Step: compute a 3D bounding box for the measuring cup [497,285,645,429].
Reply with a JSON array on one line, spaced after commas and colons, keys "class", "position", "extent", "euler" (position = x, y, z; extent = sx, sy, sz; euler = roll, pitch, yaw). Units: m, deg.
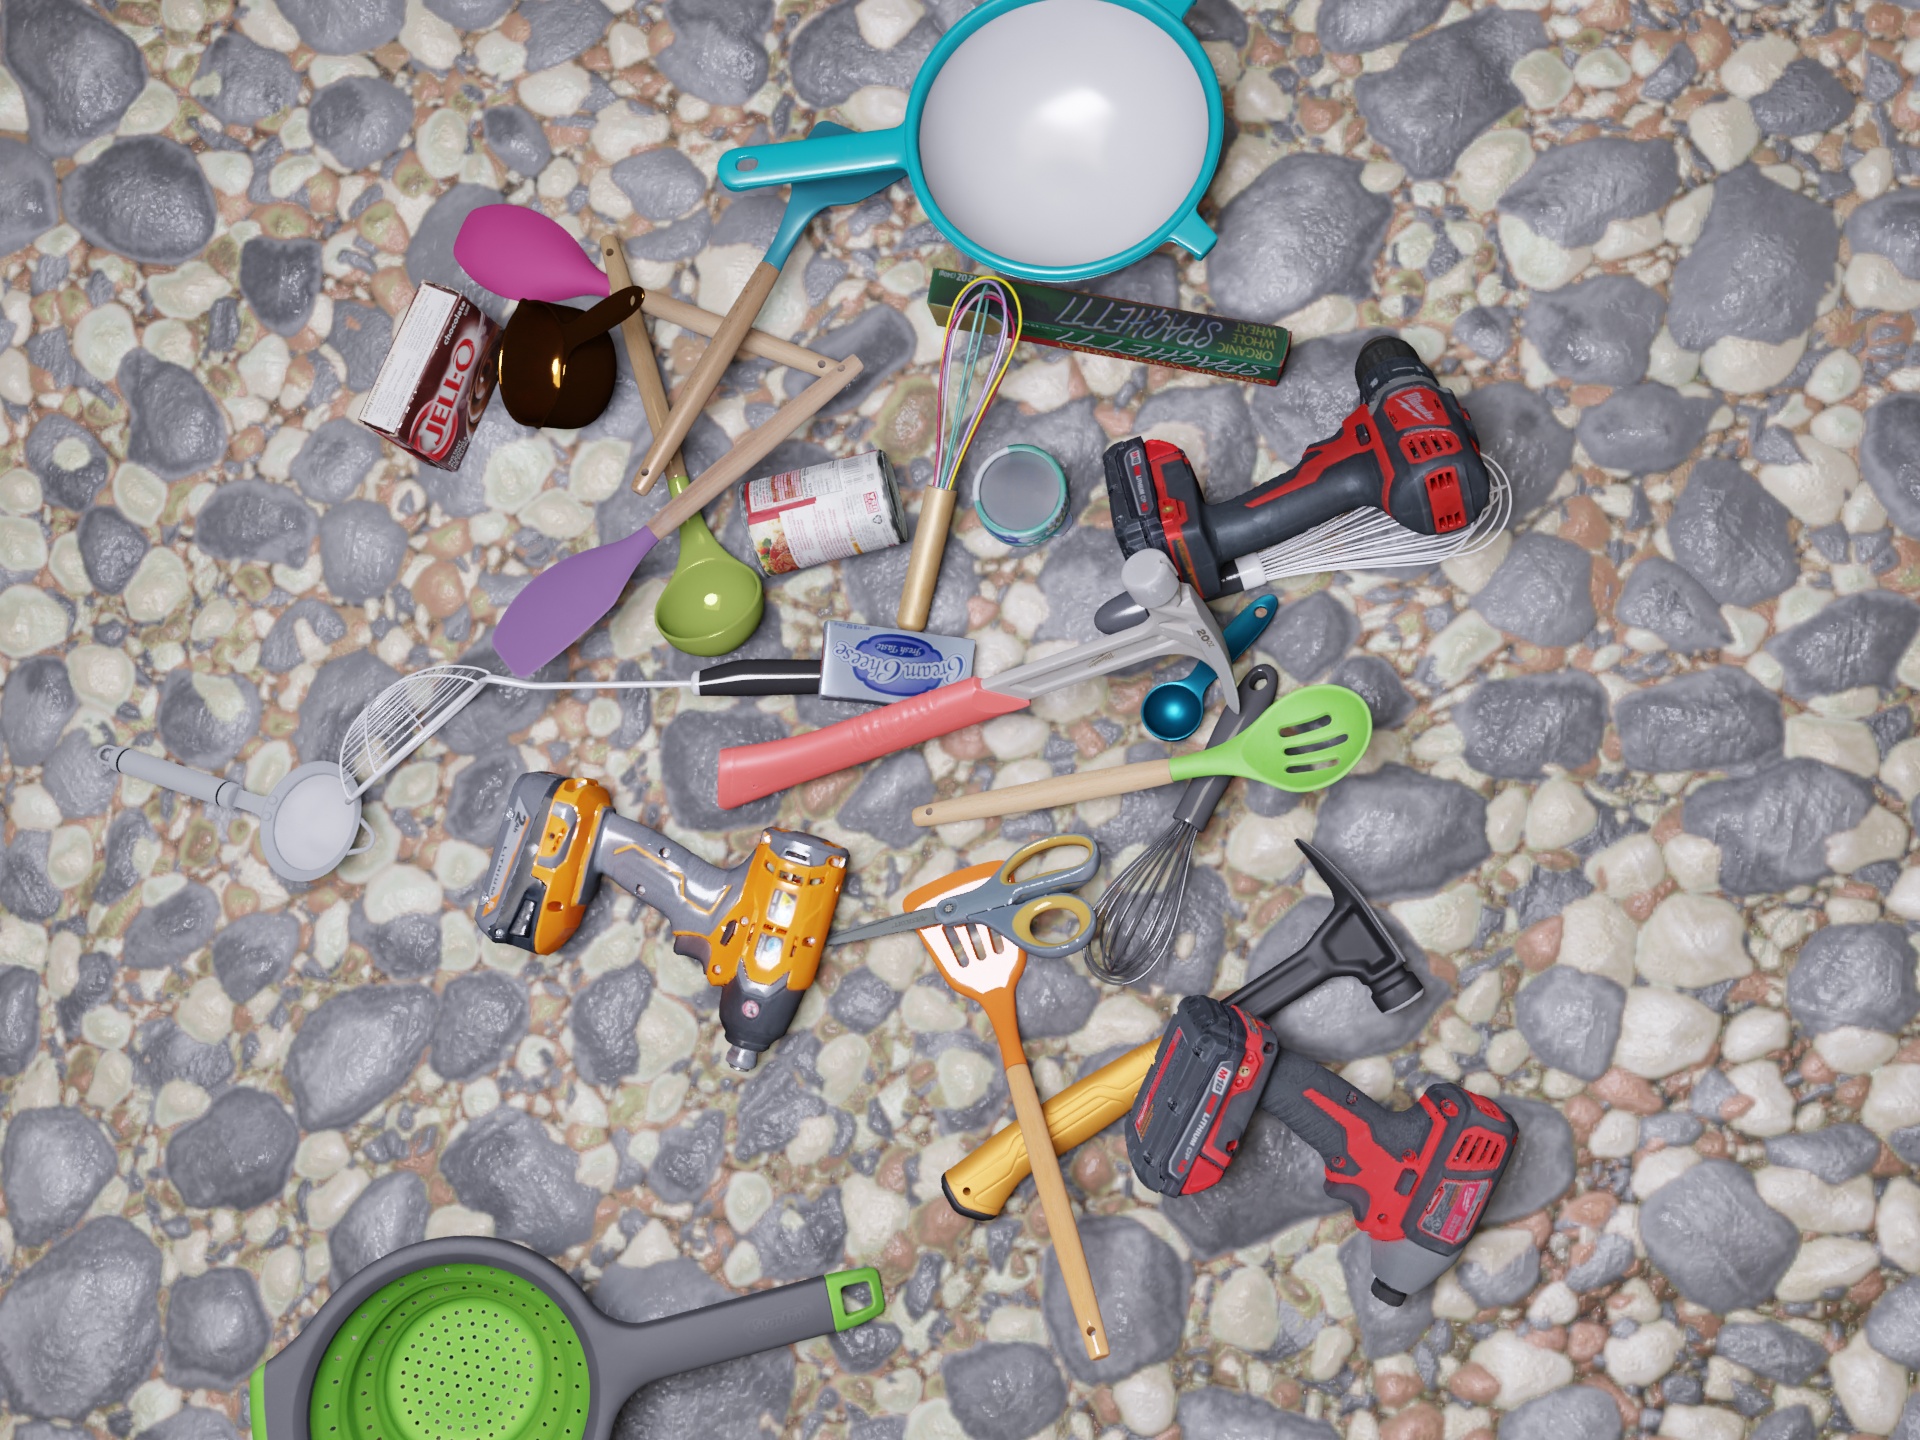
[{"class": "measuring cup", "position": [-0.253, -0.259, 1.101], "extent": [0.173, 0.052, 0.095], "euler": [-16, 81, 41]}]

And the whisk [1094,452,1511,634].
[{"class": "whisk", "position": [0.224, -0.111, 1.060], "extent": [0.284, 0.070, 0.070], "euler": [-18, 82, 10]}]

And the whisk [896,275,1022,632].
[{"class": "whisk", "position": [-0.005, -0.178, 1.078], "extent": [0.047, 0.051, 0.245], "euler": [12, 102, -8]}]

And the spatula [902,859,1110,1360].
[{"class": "spatula", "position": [0.040, 0.242, 1.016], "extent": [0.081, 0.041, 0.323], "euler": [-21, 56, 5]}]

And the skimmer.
[{"class": "skimmer", "position": [-0.241, 0.005, 1.098], "extent": [0.363, 0.127, 0.090], "euler": [-2, 101, -4]}]

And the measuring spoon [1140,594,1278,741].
[{"class": "measuring spoon", "position": [0.172, -0.035, 1.078], "extent": [0.042, 0.021, 0.128], "euler": [39, 81, 24]}]

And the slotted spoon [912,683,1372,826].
[{"class": "slotted spoon", "position": [0.114, 0.035, 1.043], "extent": [0.314, 0.031, 0.070], "euler": [-12, 64, 19]}]

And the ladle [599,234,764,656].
[{"class": "ladle", "position": [-0.209, -0.197, 1.116], "extent": [0.078, 0.062, 0.320], "euler": [-17, 84, 3]}]

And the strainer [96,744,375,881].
[{"class": "strainer", "position": [-0.518, 0.055, 1.147], "extent": [0.258, 0.050, 0.087], "euler": [16, 80, 15]}]

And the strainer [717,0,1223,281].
[{"class": "strainer", "position": [0.008, -0.380, 1.096], "extent": [0.340, 0.095, 0.211], "euler": [-4, 82, 8]}]

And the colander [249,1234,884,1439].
[{"class": "colander", "position": [-0.249, 0.423, 1.055], "extent": [0.397, 0.094, 0.204], "euler": [-11, 82, -12]}]

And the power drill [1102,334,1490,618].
[{"class": "power drill", "position": [0.212, -0.167, 1.029], "extent": [0.226, 0.080, 0.188], "euler": [-17, 39, 13]}]

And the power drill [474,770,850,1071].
[{"class": "power drill", "position": [-0.203, 0.133, 1.076], "extent": [0.226, 0.084, 0.164], "euler": [16, 88, 6]}]

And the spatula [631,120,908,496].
[{"class": "spatula", "position": [-0.142, -0.290, 1.115], "extent": [0.082, 0.044, 0.317], "euler": [28, 82, 9]}]

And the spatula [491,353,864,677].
[{"class": "spatula", "position": [-0.190, -0.145, 1.079], "extent": [0.316, 0.018, 0.060], "euler": [-40, 67, -3]}]

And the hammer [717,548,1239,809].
[{"class": "hammer", "position": [-0.002, -0.003, 1.052], "extent": [0.359, 0.149, 0.037], "euler": [-19, 50, 19]}]

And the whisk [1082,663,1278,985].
[{"class": "whisk", "position": [0.149, 0.066, 1.055], "extent": [0.055, 0.055, 0.239], "euler": [28, 83, 10]}]

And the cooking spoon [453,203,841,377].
[{"class": "cooking spoon", "position": [-0.229, -0.306, 1.158], "extent": [0.319, 0.017, 0.069], "euler": [22, 88, 10]}]

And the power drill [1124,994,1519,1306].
[{"class": "power drill", "position": [0.221, 0.270, 0.988], "extent": [0.219, 0.078, 0.143], "euler": [22, 97, -4]}]

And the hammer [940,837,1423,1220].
[{"class": "hammer", "position": [0.128, 0.216, 1.044], "extent": [0.337, 0.034, 0.127], "euler": [-34, 81, 3]}]
